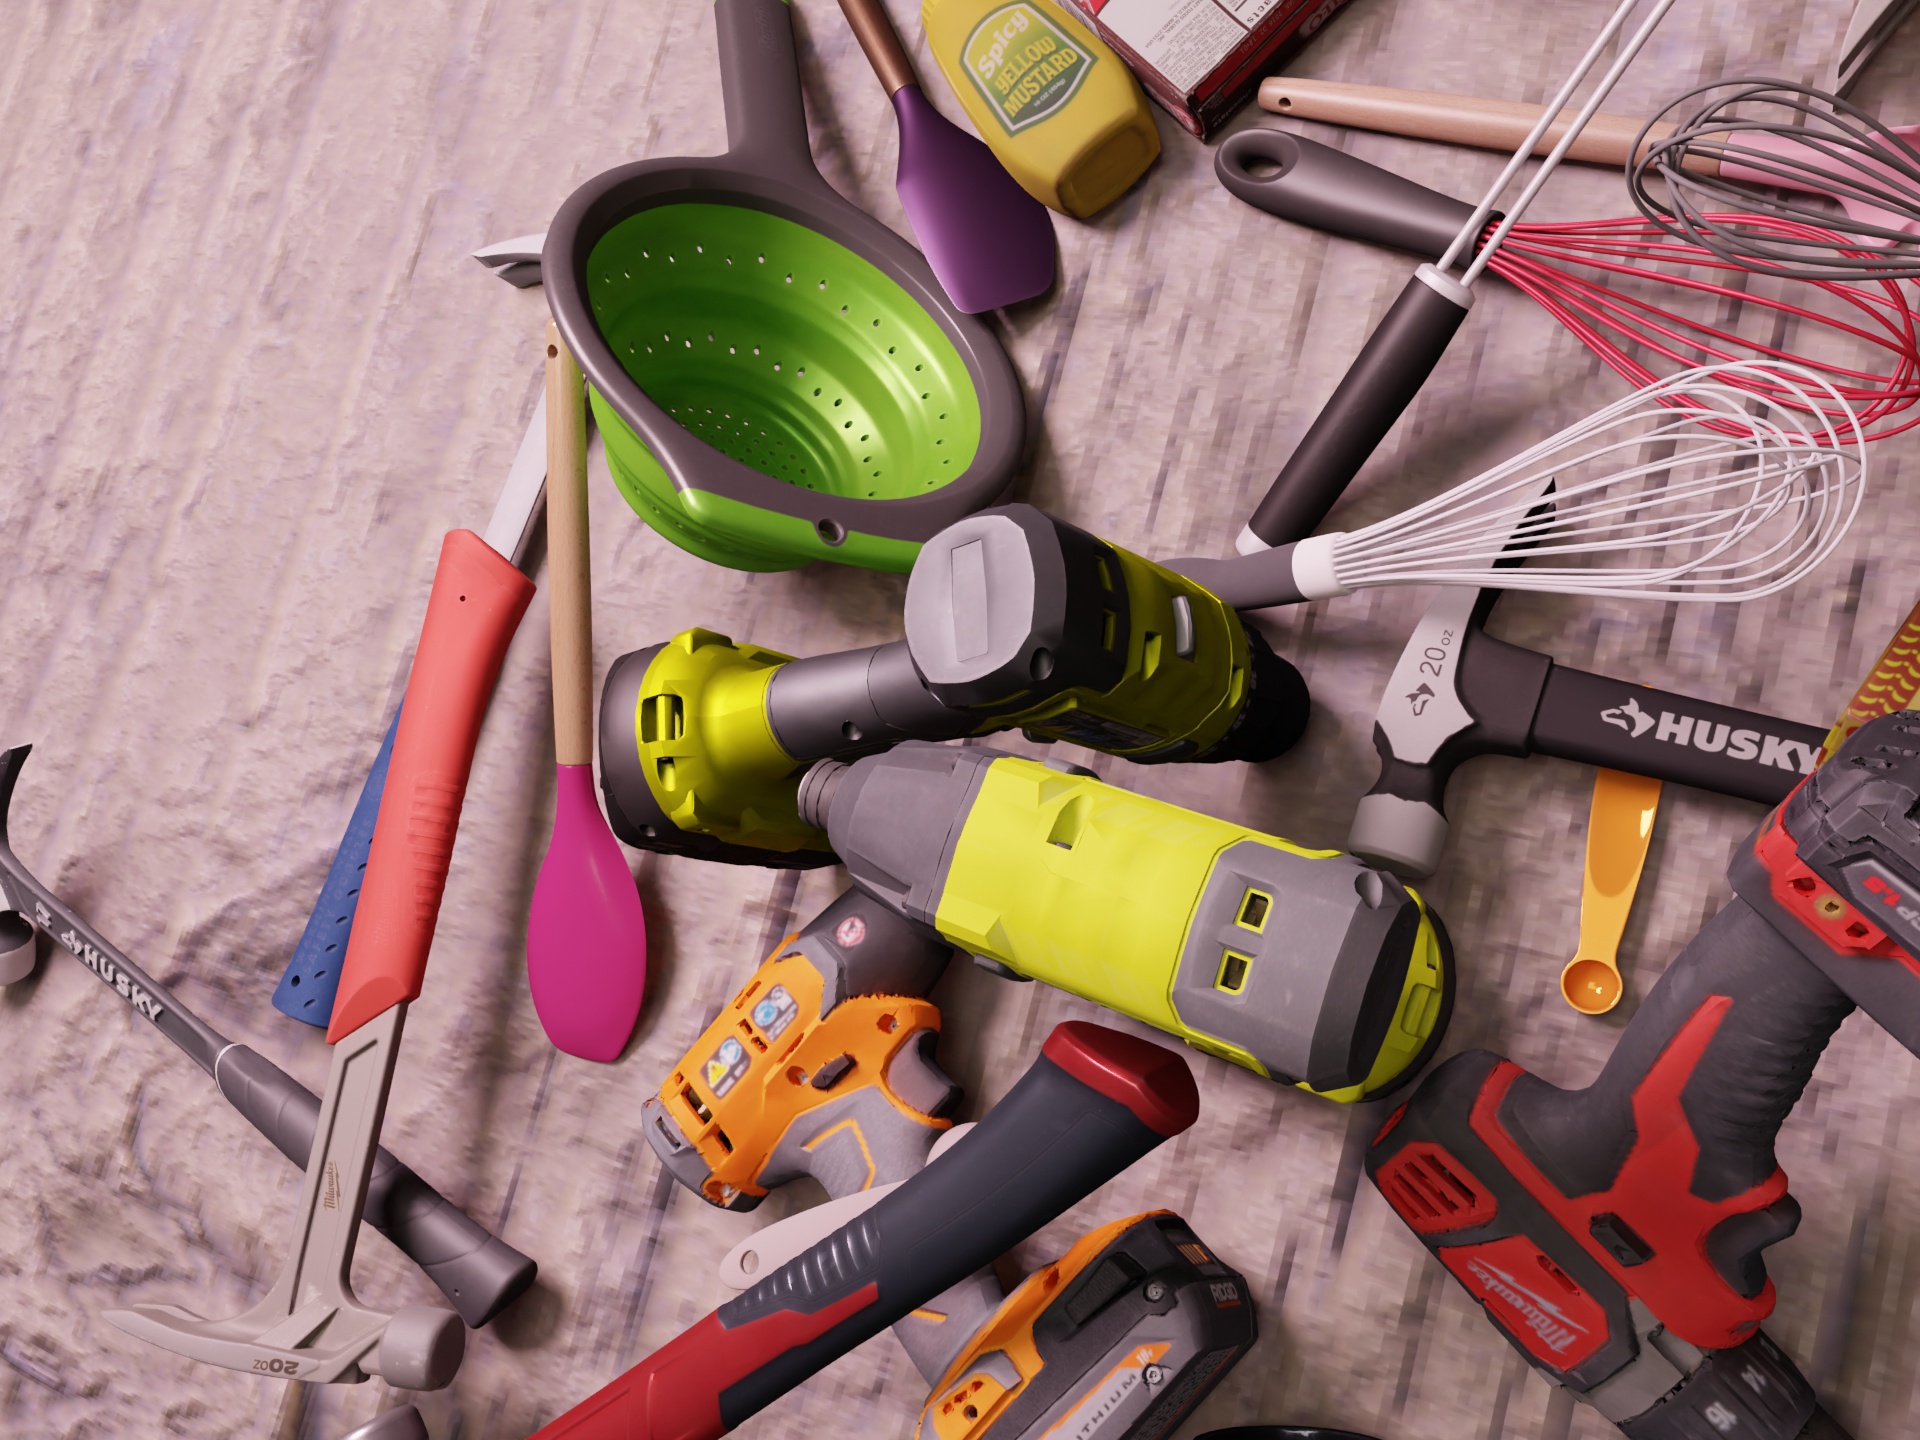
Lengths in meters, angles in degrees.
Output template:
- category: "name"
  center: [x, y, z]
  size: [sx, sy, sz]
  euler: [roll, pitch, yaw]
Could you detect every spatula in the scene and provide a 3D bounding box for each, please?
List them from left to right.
- category: "spatula"
  center: [-0.032, -0.311, 0.748]
  size: [0.060, 0.018, 0.316]
  euler: [-20, 65, -9]

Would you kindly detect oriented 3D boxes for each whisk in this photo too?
- category: "whisk"
  center: [0.152, -0.056, 0.538]
  size: [0.285, 0.070, 0.070]
  euler: [-9, 72, 47]
- category: "whisk"
  center: [0.211, -0.170, 0.583]
  size: [0.296, 0.073, 0.073]
  euler: [33, 92, 35]
- category: "whisk"
  center: [0.313, -0.143, 0.476]
  size: [0.239, 0.055, 0.055]
  euler: [12, 81, -7]

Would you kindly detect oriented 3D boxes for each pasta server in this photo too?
- category: "pasta server"
  center: [0.250, -0.208, 0.582]
  size: [0.316, 0.060, 0.040]
  euler: [22, 52, 30]

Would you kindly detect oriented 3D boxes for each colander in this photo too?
- category: "colander"
  center: [-0.094, -0.195, 0.707]
  size: [0.094, 0.204, 0.398]
  euler: [-52, 38, 43]

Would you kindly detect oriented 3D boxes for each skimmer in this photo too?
- category: "skimmer"
  center: [0.182, -0.196, 0.510]
  size: [0.127, 0.090, 0.363]
  euler: [45, 120, 23]

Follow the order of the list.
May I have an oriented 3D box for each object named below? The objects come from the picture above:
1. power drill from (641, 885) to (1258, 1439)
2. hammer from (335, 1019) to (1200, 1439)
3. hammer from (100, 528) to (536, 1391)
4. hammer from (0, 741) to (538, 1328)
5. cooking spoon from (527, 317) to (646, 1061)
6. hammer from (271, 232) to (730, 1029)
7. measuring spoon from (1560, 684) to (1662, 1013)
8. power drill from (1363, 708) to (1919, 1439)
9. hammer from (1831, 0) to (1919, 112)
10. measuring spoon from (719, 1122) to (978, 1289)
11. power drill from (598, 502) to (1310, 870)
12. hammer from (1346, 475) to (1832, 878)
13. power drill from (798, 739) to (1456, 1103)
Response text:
- category: "power drill"
  center: [-0.002, 0.162, 0.582]
  size: [0.164, 0.084, 0.227]
  euler: [-50, 59, 5]
- category: "hammer"
  center: [-0.069, 0.229, 0.529]
  size: [0.386, 0.038, 0.143]
  euler: [-39, 72, 22]
- category: "hammer"
  center: [-0.253, 0.090, 0.686]
  size: [0.149, 0.036, 0.359]
  euler: [5, 76, 12]
- category: "hammer"
  center: [-0.350, 0.152, 0.747]
  size: [0.409, 0.036, 0.149]
  euler: [28, 121, 23]
- category: "cooking spoon"
  center: [-0.165, -0.007, 0.676]
  size: [0.069, 0.017, 0.319]
  euler: [6, 100, 29]
- category: "hammer"
  center: [-0.242, -0.051, 0.771]
  size: [0.144, 0.035, 0.405]
  euler: [19, 85, 27]
- category: "measuring spoon"
  center: [0.226, 0.044, 0.546]
  size: [0.021, 0.011, 0.117]
  euler: [10, 78, 24]
- category: "power drill"
  center: [0.240, 0.130, 0.439]
  size: [0.188, 0.080, 0.226]
  euler: [46, 129, 20]
- category: "hammer"
  center: [0.476, -0.162, 0.467]
  size: [0.411, 0.038, 0.146]
  euler: [44, 98, 27]
- category: "measuring spoon"
  center: [-0.036, 0.169, 0.541]
  size: [0.124, 0.018, 0.034]
  euler: [-28, 59, 20]
- category: "power drill"
  center: [-0.001, -0.002, 0.581]
  size: [0.228, 0.190, 0.080]
  euler: [-15, 71, 36]
- category: "hammer"
  center: [0.303, 0.019, 0.496]
  size: [0.335, 0.035, 0.146]
  euler: [16, 78, 25]
- category: "power drill"
  center: [0.063, 0.061, 0.494]
  size: [0.171, 0.223, 0.080]
  euler: [17, 84, 27]
